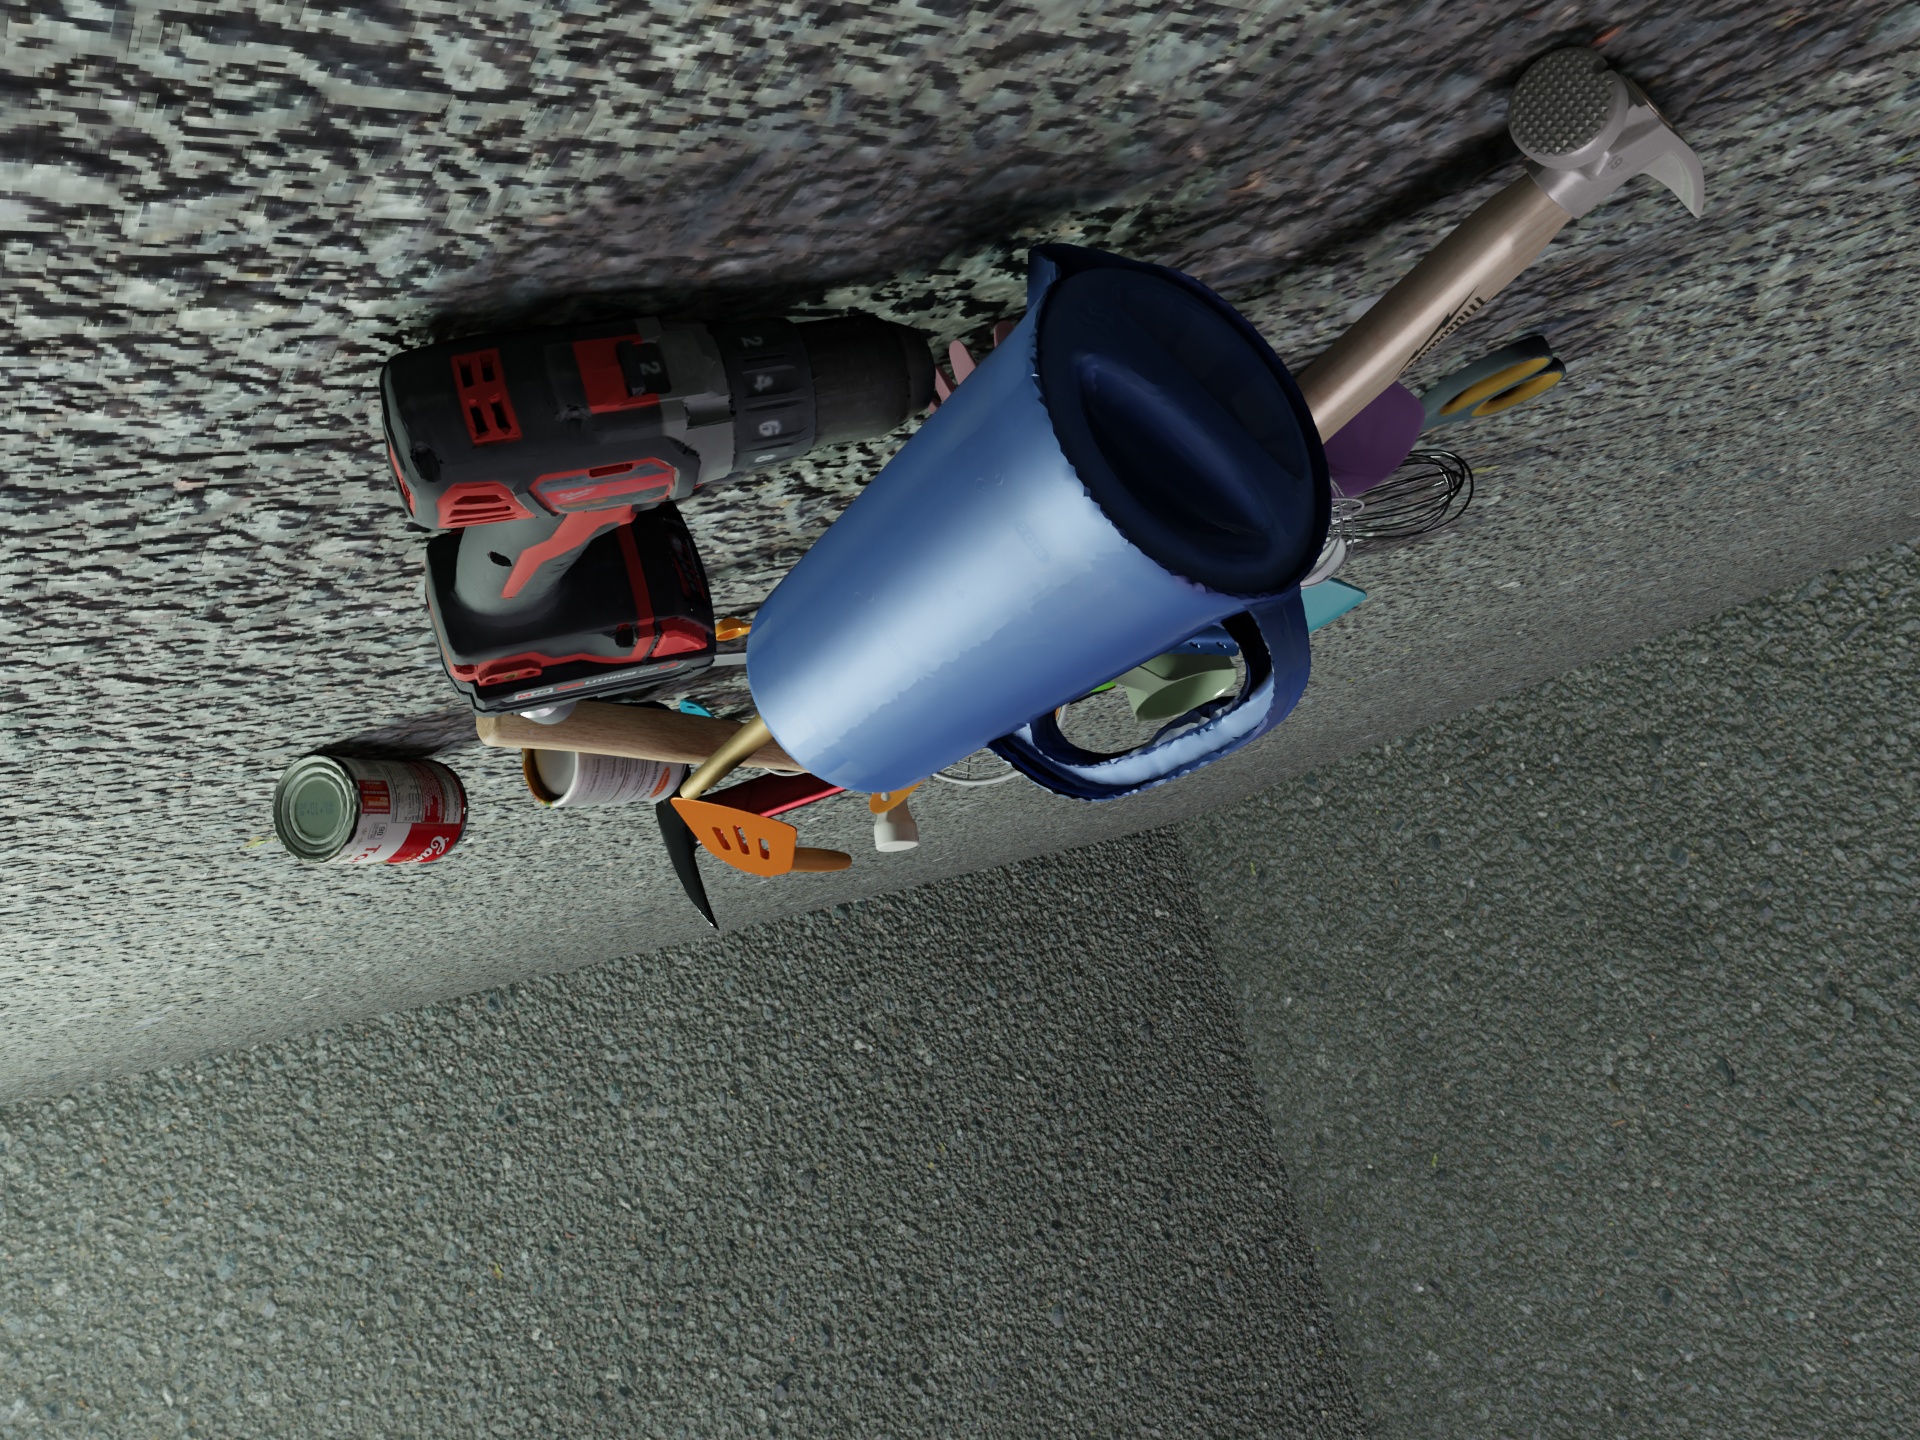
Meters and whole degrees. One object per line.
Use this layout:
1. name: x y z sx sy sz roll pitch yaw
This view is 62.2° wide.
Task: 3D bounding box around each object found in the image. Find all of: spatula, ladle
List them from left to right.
1. spatula: -0.115 0.087 1.099 0.081 0.041 0.322 12 177 10
2. ladle: -0.061 -0.039 0.912 0.315 0.031 0.069 -38 158 29
3. spatula: 0.185 -0.092 1.167 0.317 0.044 0.082 -4 158 -48
4. spatula: 0.143 -0.101 0.891 0.316 0.059 0.018 -39 -164 55

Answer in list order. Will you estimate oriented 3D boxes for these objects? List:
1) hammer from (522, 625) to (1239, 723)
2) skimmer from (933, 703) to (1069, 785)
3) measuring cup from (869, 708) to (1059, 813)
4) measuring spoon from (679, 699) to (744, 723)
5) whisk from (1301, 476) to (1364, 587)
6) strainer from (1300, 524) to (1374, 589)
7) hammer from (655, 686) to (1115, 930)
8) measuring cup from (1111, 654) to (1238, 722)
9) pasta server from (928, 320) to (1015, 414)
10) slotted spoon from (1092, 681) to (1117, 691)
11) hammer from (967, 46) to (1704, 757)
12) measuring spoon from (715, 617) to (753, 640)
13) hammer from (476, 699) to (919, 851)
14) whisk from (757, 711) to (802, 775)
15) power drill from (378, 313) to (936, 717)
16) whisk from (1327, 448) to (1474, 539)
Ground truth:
1. hammer: -0.060 -0.037 0.830 0.405 0.035 0.144 -4 170 6
2. skimmer: 0.058 -0.072 0.918 0.090 0.127 0.363 -40 177 -33
3. measuring cup: -0.002 -0.004 1.101 0.173 0.095 0.052 -45 -169 5
4. measuring spoon: -0.178 -0.002 1.155 0.042 0.021 0.128 4 164 9
5. whisk: 0.065 -0.087 0.778 0.284 0.070 0.070 -8 169 -13
6. strainer: 0.159 -0.081 1.091 0.258 0.050 0.086 -31 146 20
7. hammer: -0.051 0.039 1.283 0.386 0.143 0.038 -20 168 -6
8. measuring cup: 0.124 -0.039 1.062 0.083 0.038 0.167 -30 156 27
9. pasta server: -0.019 -0.112 0.773 0.060 0.040 0.316 -13 174 -21
10. slotted spoon: -0.007 -0.023 1.247 0.313 0.070 0.031 -11 125 -7
11. hammer: 0.130 -0.108 0.695 0.410 0.038 0.146 -42 158 32
12. measuring spoon: -0.091 -0.069 0.943 0.117 0.011 0.021 -18 171 -16
13. hammer: -0.157 0.011 1.033 0.331 0.130 0.031 9 157 -44
14. whisk: -0.042 -0.017 1.201 0.246 0.059 0.058 -19 -172 -16
15. power drill: -0.121 -0.084 0.614 0.188 0.080 0.226 -13 167 -21
16. whisk: 0.202 -0.120 1.001 0.239 0.055 0.055 -14 173 30
